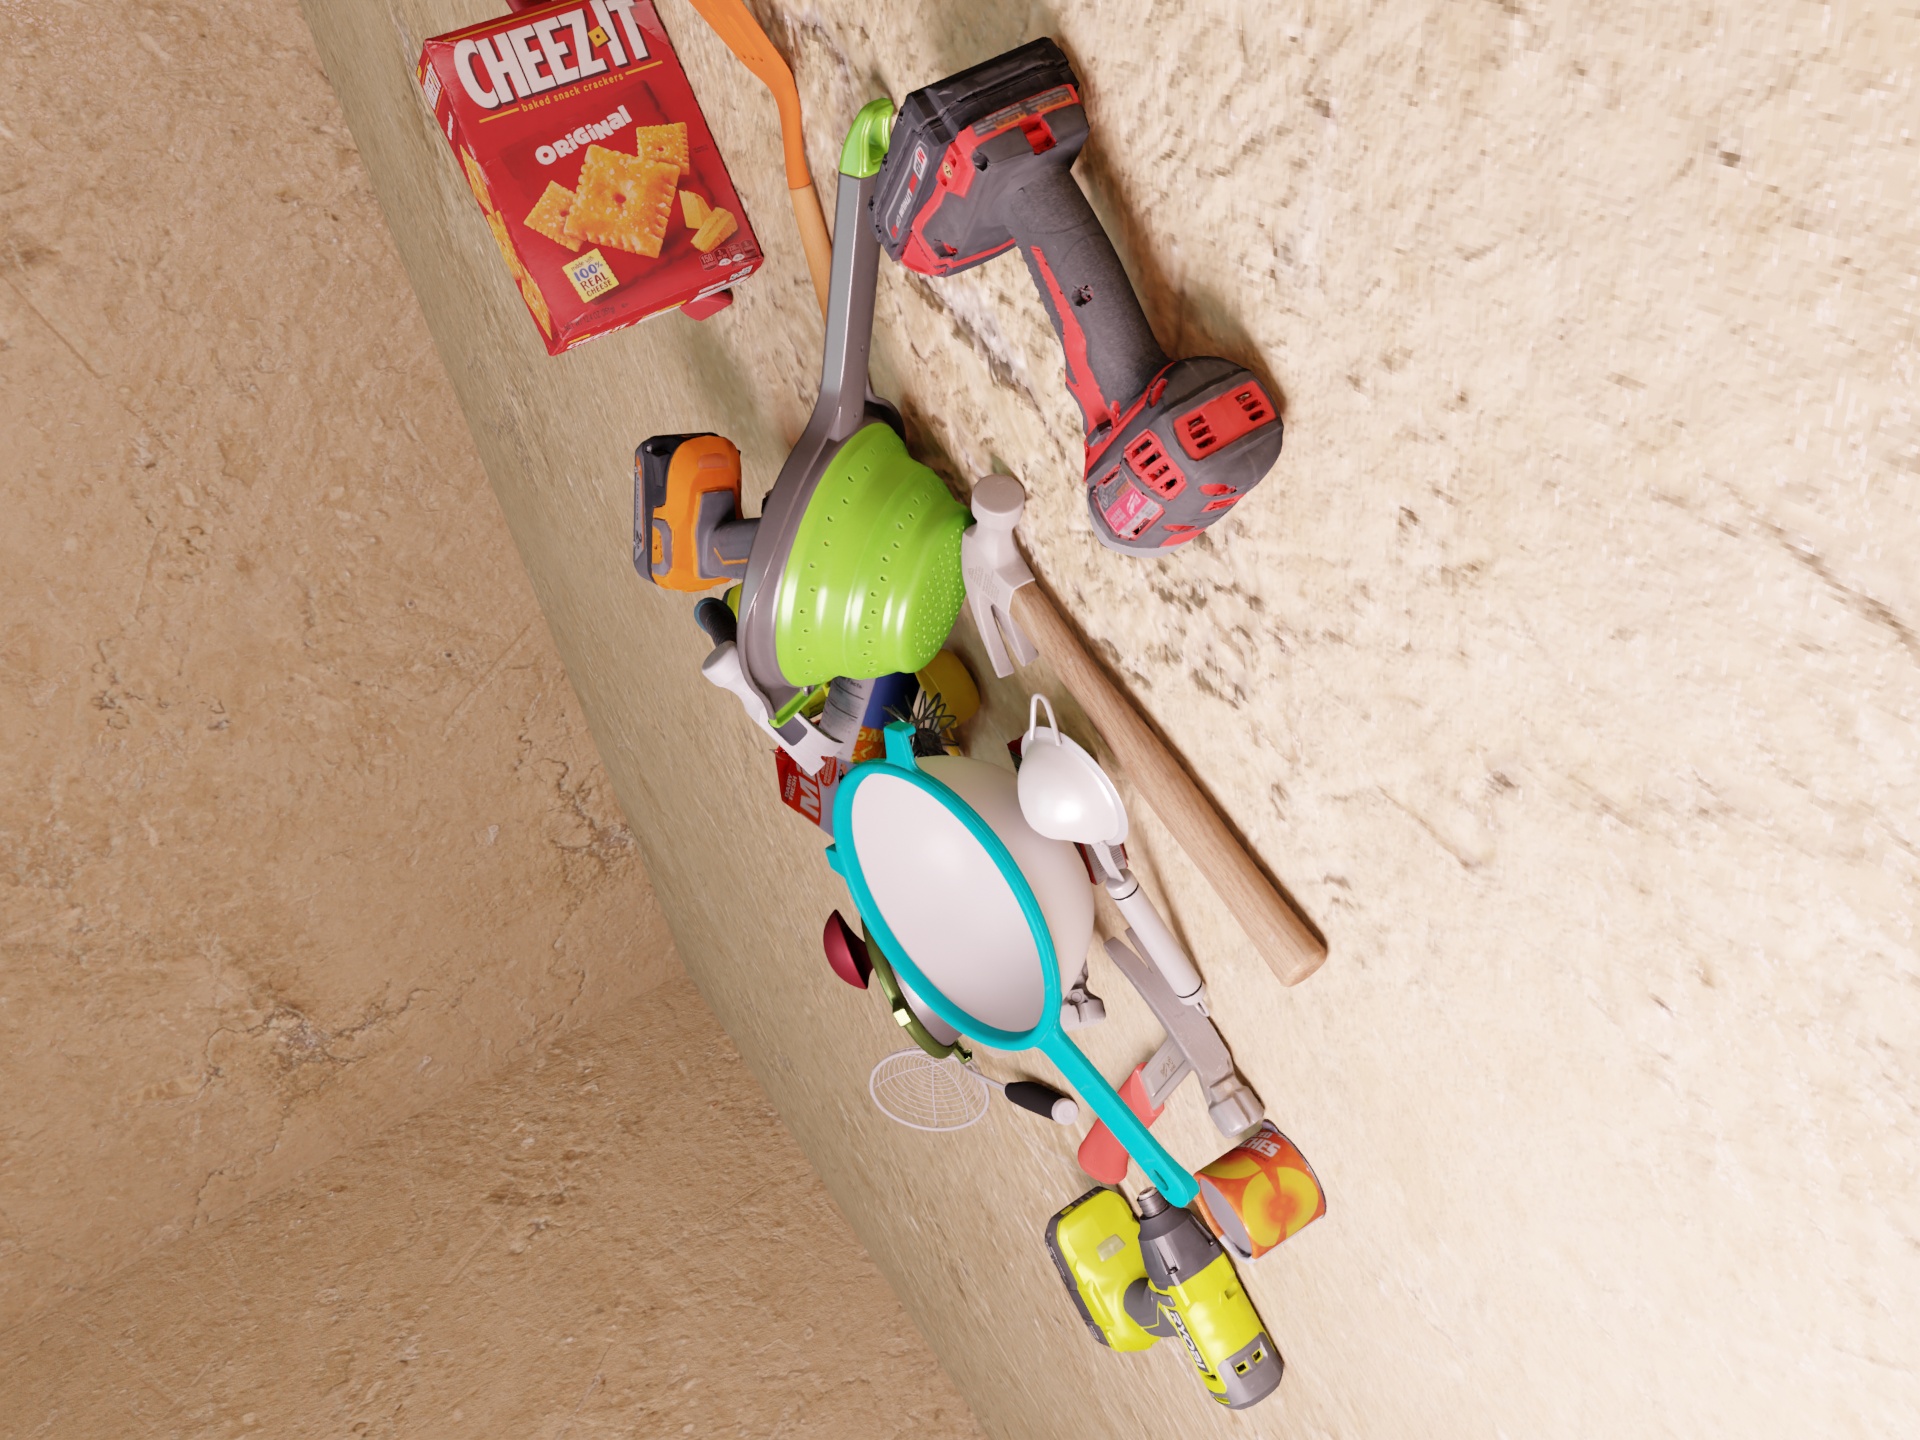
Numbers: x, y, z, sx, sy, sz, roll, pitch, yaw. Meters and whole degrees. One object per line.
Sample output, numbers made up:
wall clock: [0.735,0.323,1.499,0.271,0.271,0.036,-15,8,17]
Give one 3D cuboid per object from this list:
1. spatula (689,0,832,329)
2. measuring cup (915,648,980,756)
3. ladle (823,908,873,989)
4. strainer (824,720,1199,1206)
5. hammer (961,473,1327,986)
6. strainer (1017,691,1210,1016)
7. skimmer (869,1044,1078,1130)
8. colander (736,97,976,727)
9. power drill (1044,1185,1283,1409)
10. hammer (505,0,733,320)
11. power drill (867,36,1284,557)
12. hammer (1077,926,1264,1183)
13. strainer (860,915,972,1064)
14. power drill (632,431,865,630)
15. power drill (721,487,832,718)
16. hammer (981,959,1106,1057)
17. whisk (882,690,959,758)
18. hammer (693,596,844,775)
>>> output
spatula: [-0.103,-0.311,1.002,0.081,0.041,0.322,39,151,50]
measuring cup: [-0.002,-0.004,1.189,0.062,0.029,0.156,53,171,26]
ladle: [-0.057,0.207,1.398,0.069,0.031,0.315,69,-168,16]
strainer: [0.057,0.148,1.020,0.340,0.095,0.211,49,148,13]
hammer: [0.097,0.013,0.915,0.332,0.031,0.130,55,160,24]
strainer: [0.094,0.095,0.964,0.087,0.050,0.258,13,142,55]
skimmer: [0.015,0.379,1.550,0.127,0.090,0.363,35,165,-16]
colander: [-0.040,-0.159,0.952,0.094,0.204,0.396,20,128,14]
power drill: [0.157,0.451,1.291,0.171,0.080,0.223,62,158,2]
hammer: [-0.279,-0.484,1.195,0.038,0.143,0.386,-18,112,34]
power drill: [0.051,-0.176,0.720,0.220,0.078,0.143,59,162,4]
hammer: [0.128,0.276,1.184,0.149,0.036,0.358,57,160,20]
strainer: [-0.035,0.160,1.362,0.151,0.069,0.257,48,-161,-57]
power drill: [-0.146,-0.155,1.184,0.227,0.084,0.164,20,113,38]
power drill: [-0.134,-0.089,1.339,0.190,0.080,0.228,66,159,-2]
hammer: [0.047,0.203,1.278,0.410,0.038,0.146,107,152,-70]
whisk: [-0.027,0.018,1.153,0.058,0.059,0.246,28,174,4]
hammer: [-0.165,-0.044,1.221,0.128,0.033,0.331,47,179,-23]
